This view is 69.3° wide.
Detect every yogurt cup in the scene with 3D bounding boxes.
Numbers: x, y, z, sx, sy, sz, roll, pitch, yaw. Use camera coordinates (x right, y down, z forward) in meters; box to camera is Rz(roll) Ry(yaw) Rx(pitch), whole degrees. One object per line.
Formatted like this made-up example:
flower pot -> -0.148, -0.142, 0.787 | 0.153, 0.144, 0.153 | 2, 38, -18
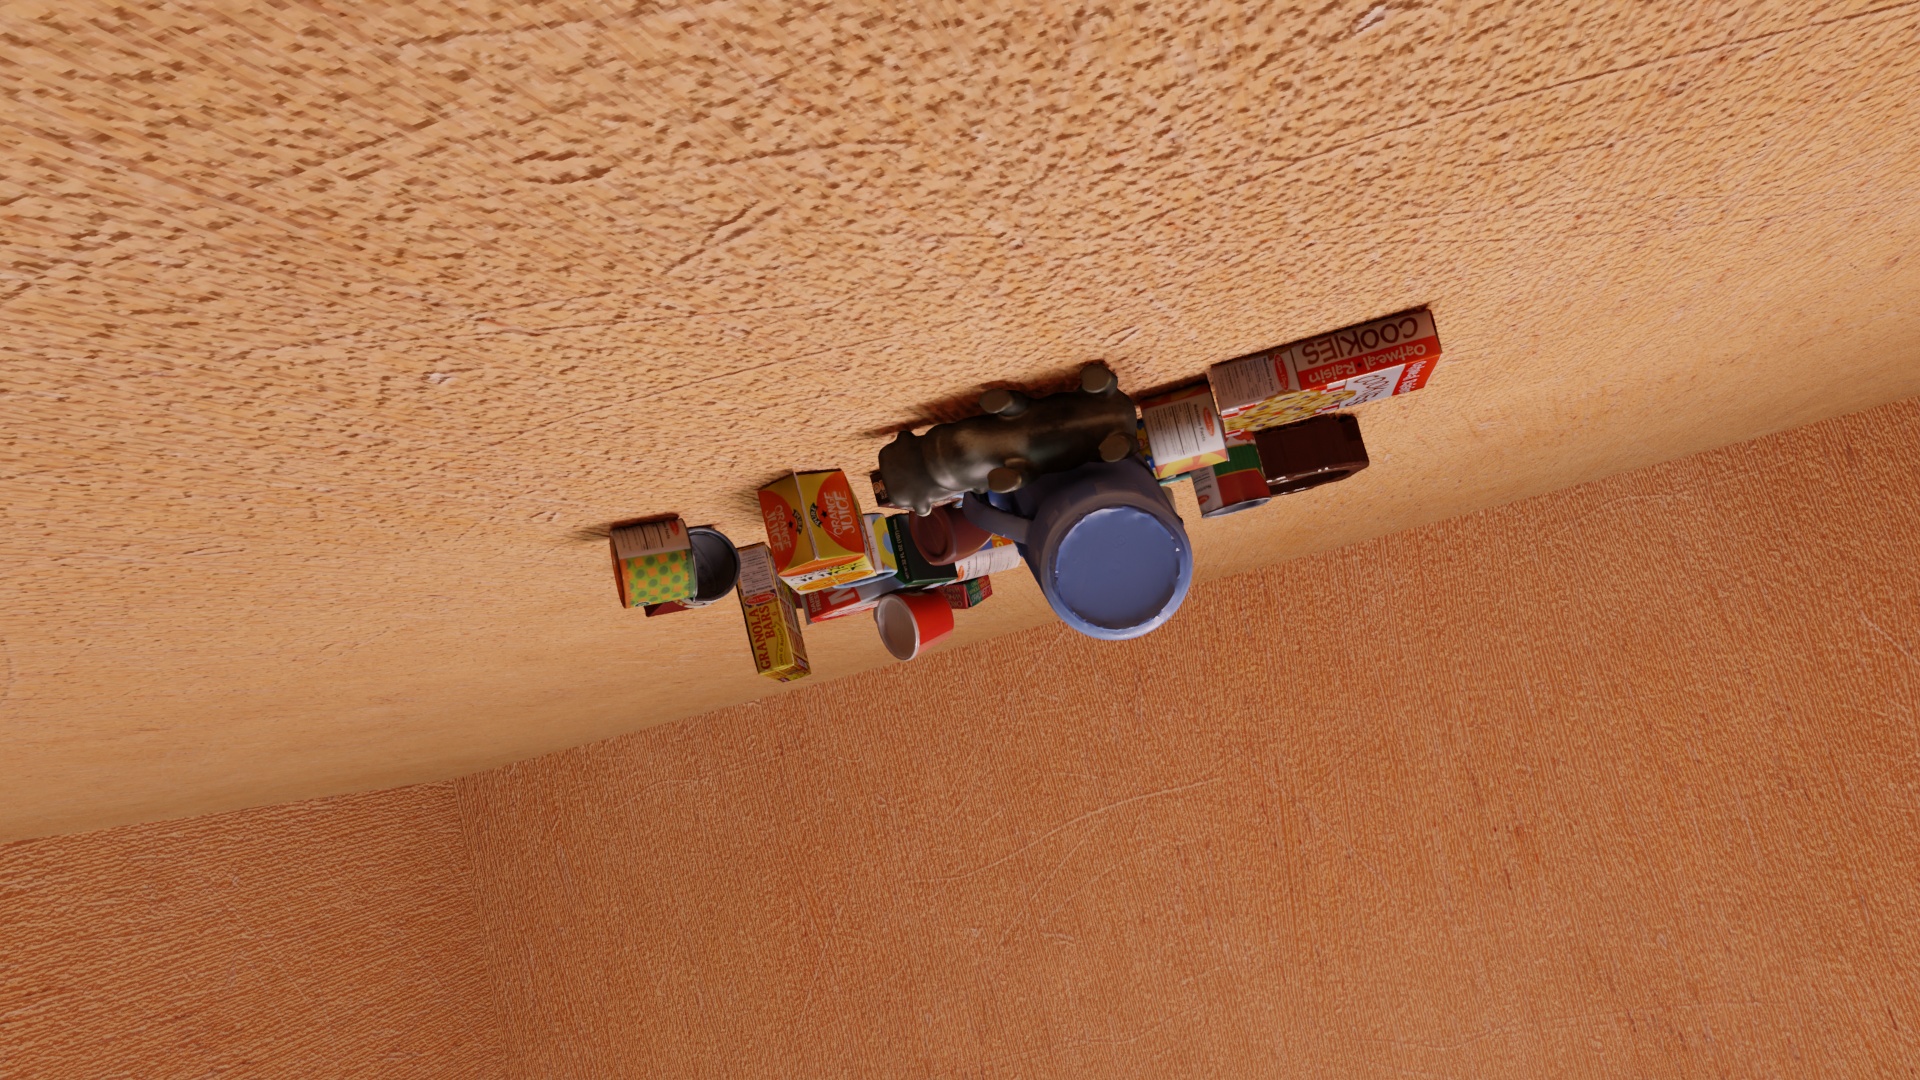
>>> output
yogurt cup -> -0.043, 0.080, 1.382 | 0.054, 0.072, 0.072 | -18, 175, -35

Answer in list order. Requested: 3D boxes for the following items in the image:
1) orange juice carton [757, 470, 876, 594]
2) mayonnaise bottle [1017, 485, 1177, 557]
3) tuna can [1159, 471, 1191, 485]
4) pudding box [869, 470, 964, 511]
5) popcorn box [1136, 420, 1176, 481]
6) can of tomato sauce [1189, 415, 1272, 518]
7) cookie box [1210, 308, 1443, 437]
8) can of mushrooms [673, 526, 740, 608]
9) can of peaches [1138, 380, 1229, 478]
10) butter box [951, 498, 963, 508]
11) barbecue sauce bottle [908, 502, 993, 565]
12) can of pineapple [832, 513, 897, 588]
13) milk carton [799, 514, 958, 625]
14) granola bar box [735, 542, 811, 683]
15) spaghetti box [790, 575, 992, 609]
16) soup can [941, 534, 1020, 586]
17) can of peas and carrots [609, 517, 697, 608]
orange juice carton -> -0.117, -0.007, 1.146 | 0.073, 0.072, 0.192 | -14, 172, -2
mayonnaise bottle -> 0.125, -0.012, 1.285 | 0.148, 0.065, 0.041 | -7, 175, -6
tuna can -> 0.199, -0.075, 1.340 | 0.071, 0.033, 0.071 | -13, 172, -2
pudding box -> -0.034, -0.046, 1.164 | 0.049, 0.030, 0.084 | -18, 171, 23
popcorn box -> 0.149, -0.074, 1.246 | 0.085, 0.038, 0.126 | -14, 172, 6
can of tomato sauce -> 0.245, -0.069, 1.280 | 0.071, 0.083, 0.071 | -13, 172, -2
cookie box -> 0.285, -0.130, 1.094 | 0.167, 0.040, 0.123 | -14, 172, 11
can of mushrooms -> -0.227, 0.025, 1.192 | 0.071, 0.071, 0.033 | -9, 172, -27
can of peaches -> 0.178, -0.087, 1.105 | 0.058, 0.071, 0.071 | -15, 171, 10
butter box -> 0.025, -0.054, 1.228 | 0.053, 0.024, 0.103 | -11, 171, -13
barbecue sauce bottle -> 0.005, -0.017, 1.328 | 0.043, 0.065, 0.149 | -24, 177, 26
can of pineapple -> -0.098, 0.011, 1.342 | 0.071, 0.058, 0.071 | -14, 172, -2
milk carton -> -0.102, 0.032, 1.435 | 0.190, 0.072, 0.073 | -21, 169, 37
granola bar box -> -0.191, 0.077, 1.404 | 0.039, 0.124, 0.165 | -15, 171, -2
spaghetti box -> -0.082, 0.056, 1.537 | 0.250, 0.028, 0.050 | -2, -166, 33
soup can -> 0.012, 0.004, 1.460 | 0.084, 0.071, 0.071 | -13, 172, -19
can of peas and carrots -> -0.248, 0.021, 1.122 | 0.059, 0.071, 0.070 | -10, 171, -20
